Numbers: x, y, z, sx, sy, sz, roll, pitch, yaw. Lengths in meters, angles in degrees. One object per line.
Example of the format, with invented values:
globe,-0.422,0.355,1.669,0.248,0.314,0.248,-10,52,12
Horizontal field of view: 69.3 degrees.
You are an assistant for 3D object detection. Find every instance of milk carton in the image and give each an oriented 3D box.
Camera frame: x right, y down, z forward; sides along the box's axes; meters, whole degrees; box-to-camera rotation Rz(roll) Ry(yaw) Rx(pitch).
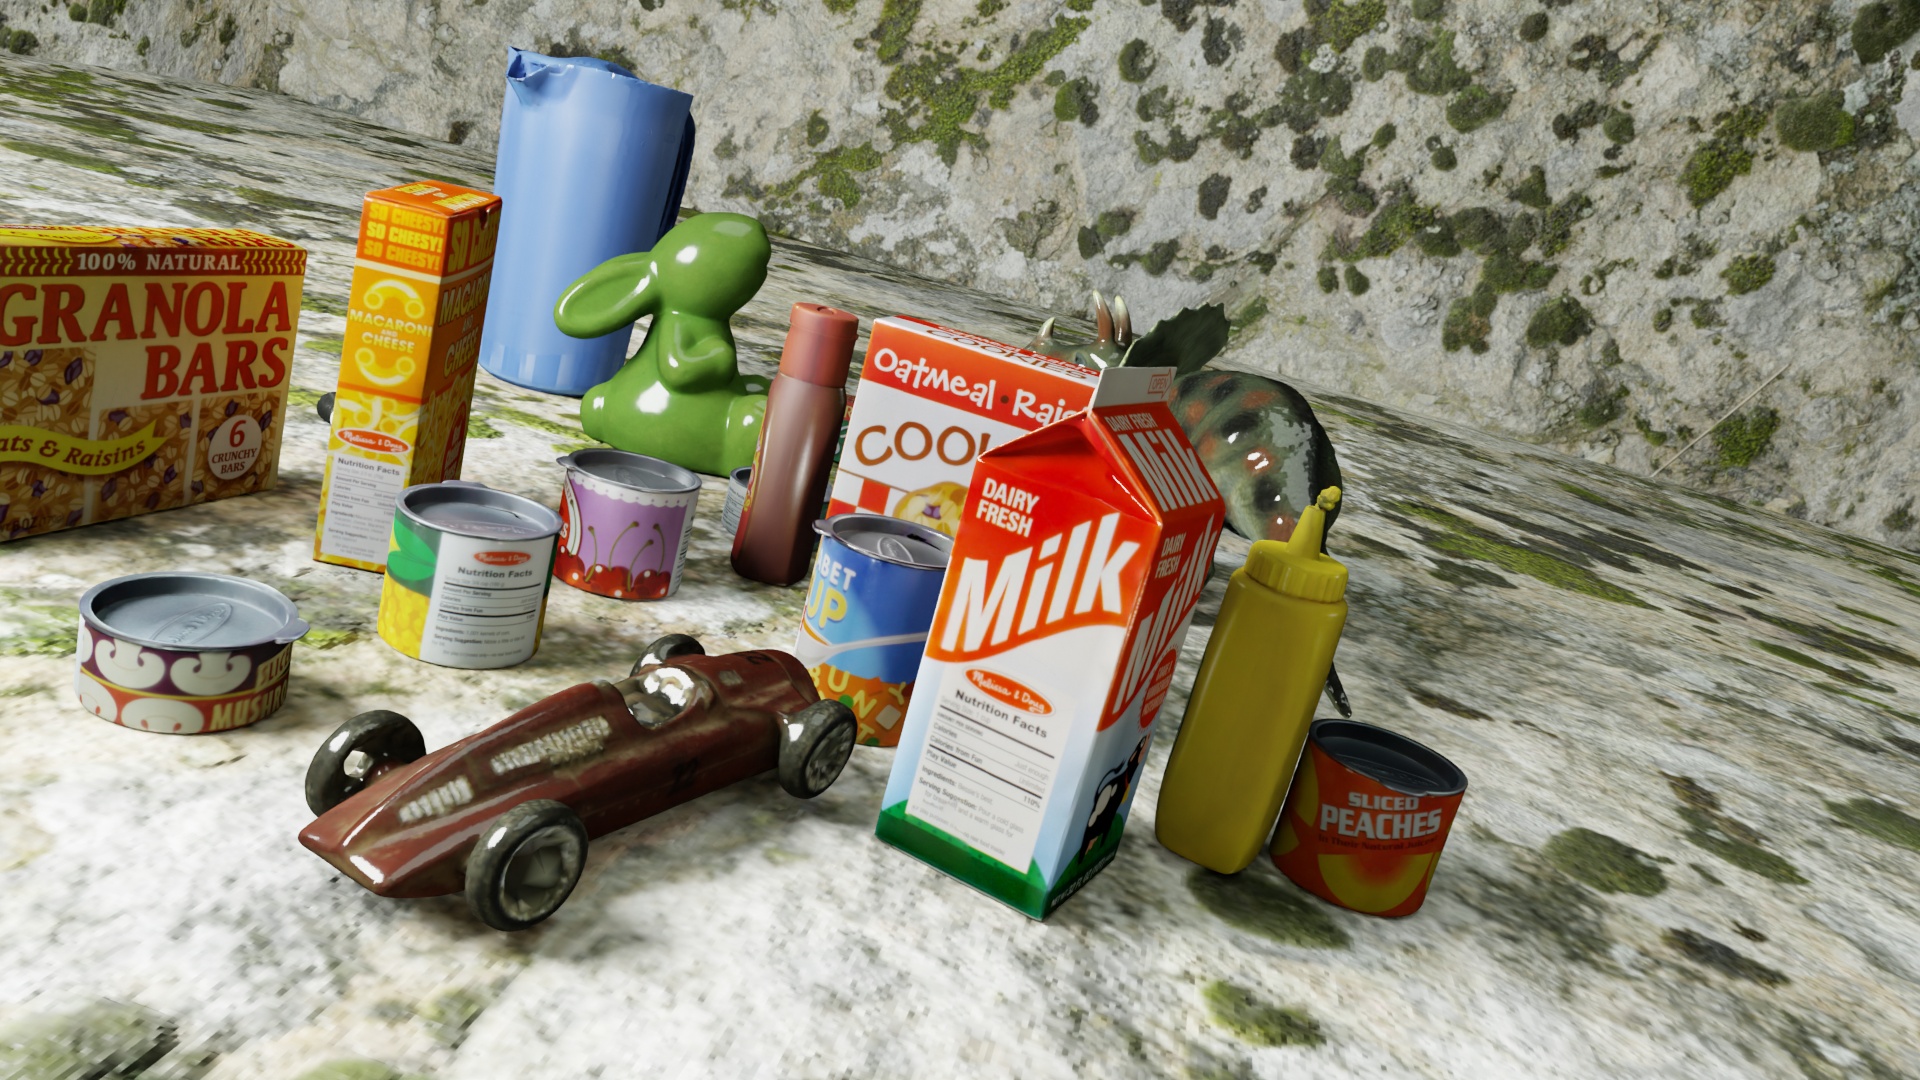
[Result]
milk carton,0.038,0.029,0.502,0.073,0.190,0.072,22,16,24

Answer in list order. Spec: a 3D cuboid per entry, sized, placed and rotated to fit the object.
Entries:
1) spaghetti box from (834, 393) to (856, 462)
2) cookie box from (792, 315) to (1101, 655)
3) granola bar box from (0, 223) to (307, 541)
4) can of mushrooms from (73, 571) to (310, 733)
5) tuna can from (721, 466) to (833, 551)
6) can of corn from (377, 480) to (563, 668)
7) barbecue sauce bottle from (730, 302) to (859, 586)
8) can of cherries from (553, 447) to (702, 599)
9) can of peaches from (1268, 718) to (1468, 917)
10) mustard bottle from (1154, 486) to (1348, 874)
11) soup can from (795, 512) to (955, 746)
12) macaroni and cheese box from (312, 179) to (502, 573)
spaghetti box,0.010,-0.062,1.070,0.250,0.050,0.029,13,15,-6
cookie box,0.002,-0.008,0.645,0.123,0.167,0.040,18,15,13
granola bar box,-0.368,-0.073,0.606,0.039,0.123,0.166,18,15,13
can of mushrooms,-0.264,0.038,0.479,0.071,0.033,0.071,14,15,-4
tuna can,-0.108,-0.019,0.838,0.071,0.032,0.071,14,15,-4
can of corn,-0.205,0.013,0.579,0.071,0.058,0.071,14,15,-4
barbecue sauce bottle,-0.089,-0.053,0.756,0.044,0.148,0.065,14,15,-5
can of cherries,-0.170,-0.009,0.692,0.071,0.058,0.072,14,15,-4
can of peaches,0.167,0.114,0.573,0.071,0.058,0.071,14,15,-4
mustard bottle,0.122,0.052,0.558,0.049,0.159,0.065,20,15,19
soup can,-0.038,0.037,0.603,0.071,0.083,0.071,14,15,-4
macaroni and cheese box,-0.259,-0.082,0.662,0.040,0.166,0.124,12,15,-11
